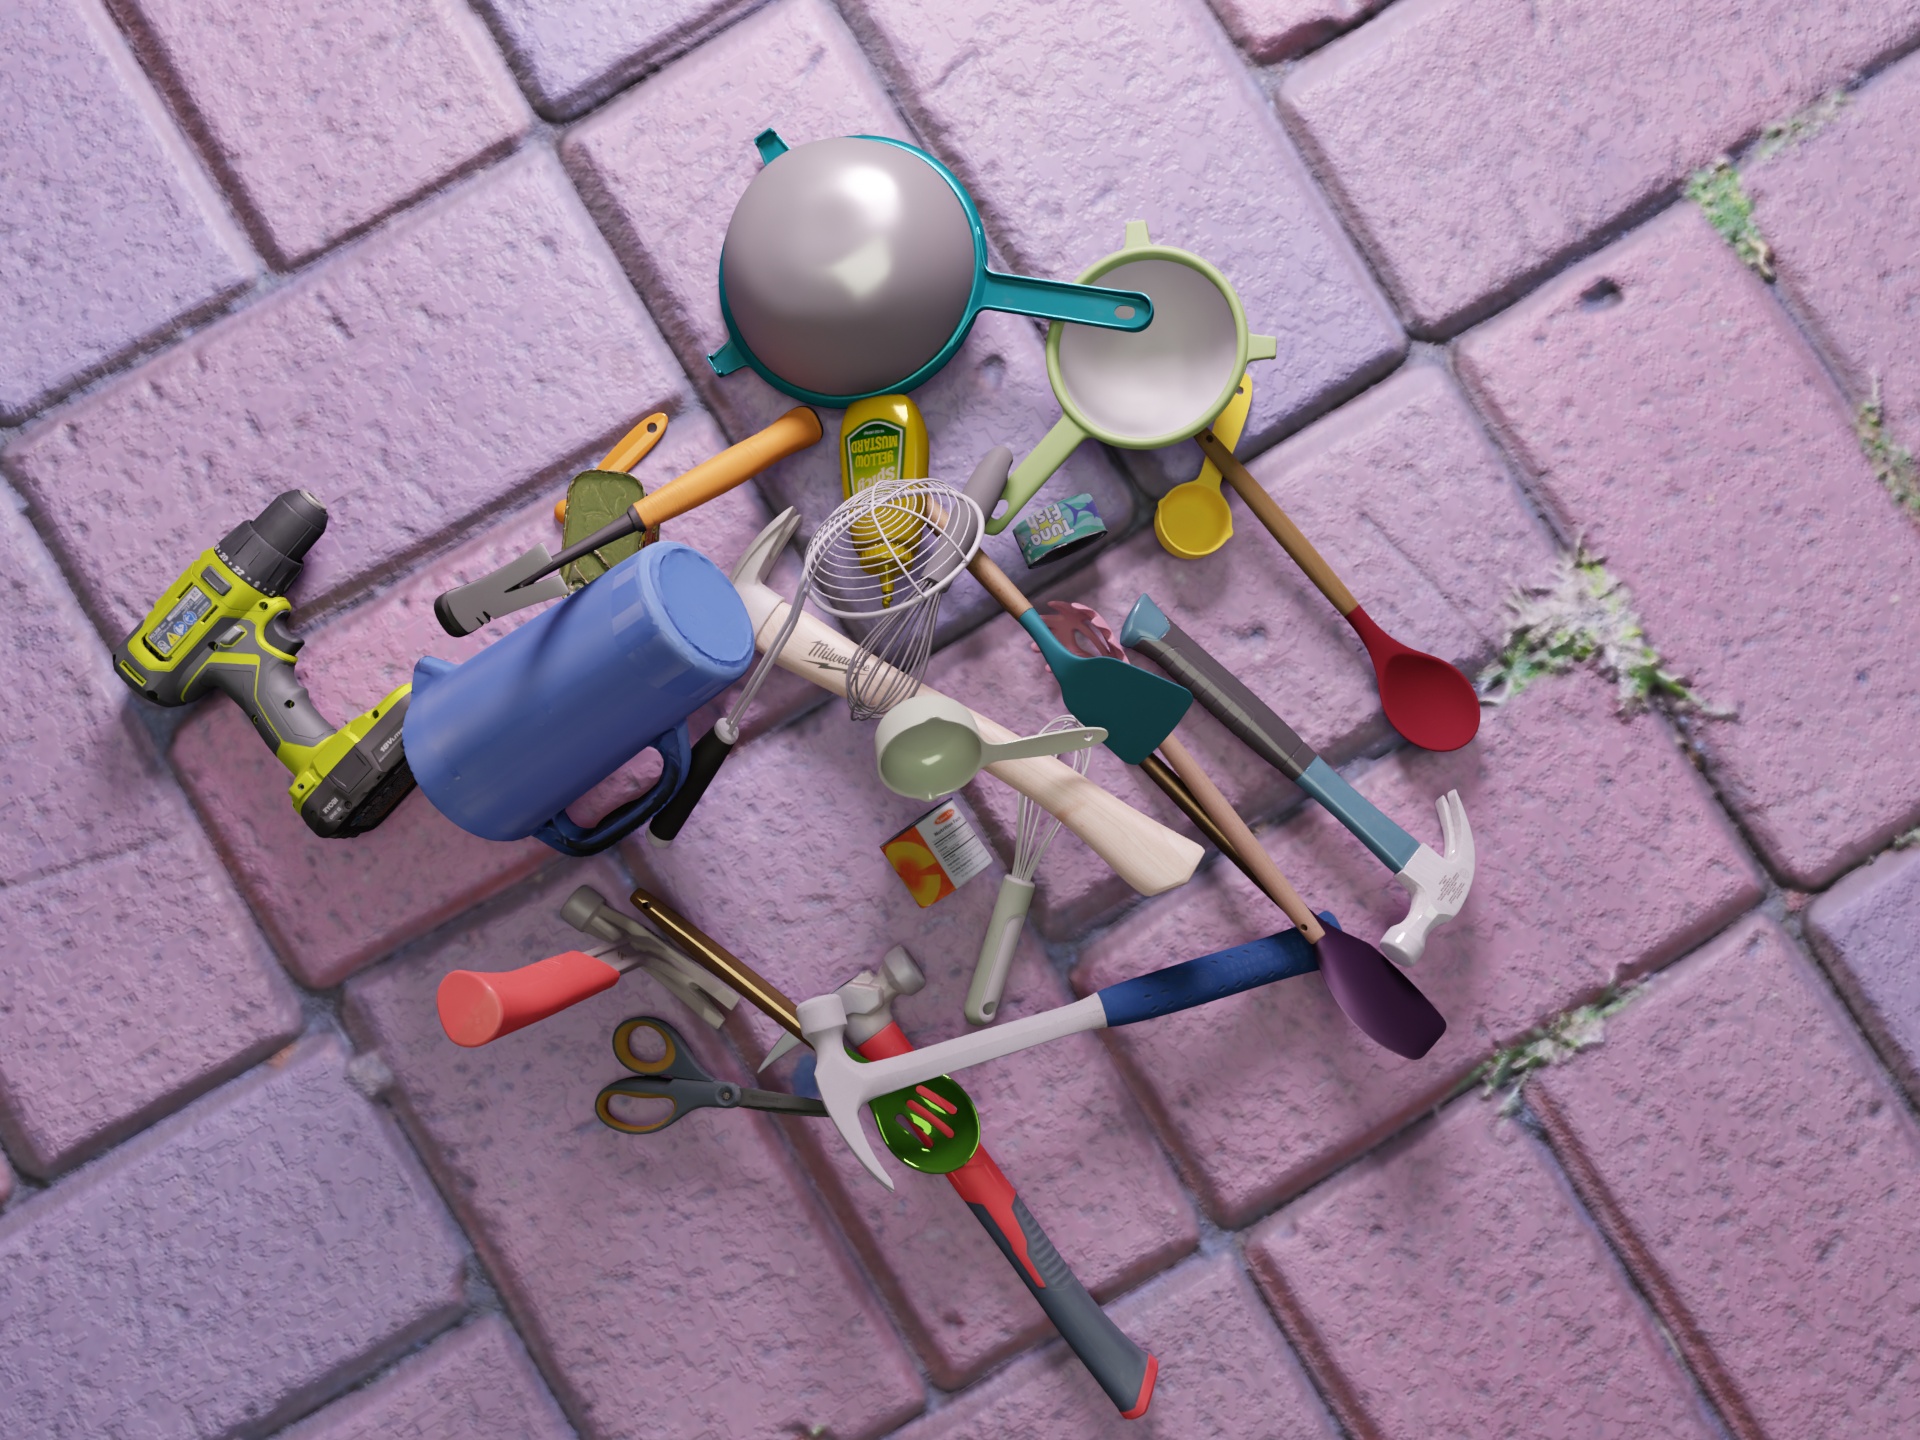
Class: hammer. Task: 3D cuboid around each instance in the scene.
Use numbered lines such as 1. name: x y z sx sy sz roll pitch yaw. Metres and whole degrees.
1. hammer: 0.248 0.028 1.196 0.331 0.033 0.128 42 70 5
2. hammer: -0.002 -0.004 1.172 0.411 0.038 0.146 30 88 11
3. hammer: -0.245 0.173 1.038 0.149 0.359 0.037 35 90 4
4. hammer: -0.202 -0.152 1.100 0.337 0.127 0.034 -41 109 -44
5. hammer: 0.094 0.220 1.160 0.405 0.035 0.144 -15 73 -12
6. hammer: 0.010 0.366 1.194 0.143 0.038 0.386 -36 89 0

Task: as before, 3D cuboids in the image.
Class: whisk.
1. whisk: -0.020 -0.101 1.151 0.055 0.055 0.239 27 75 1
2. whisk: 0.048 0.114 1.199 0.057 0.059 0.246 15 93 -43

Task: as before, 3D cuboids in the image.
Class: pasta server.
1. pasta server: 0.164 0.037 1.181 0.316 0.040 0.060 53 128 11

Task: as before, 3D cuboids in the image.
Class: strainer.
1. strainer: 0.108 -0.235 1.205 0.151 0.069 0.256 45 101 12
2. strainer: -0.030 -0.330 1.156 0.340 0.095 0.211 12 89 13

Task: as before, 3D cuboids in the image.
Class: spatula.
1. spatula: 0.233 0.126 1.183 0.060 0.018 0.316 -37 76 -26
2. spatula: 0.038 -0.098 1.189 0.318 0.044 0.082 48 129 16

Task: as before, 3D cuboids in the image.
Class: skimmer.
1. skimmer: -0.113 -0.025 1.131 0.090 0.127 0.363 20 125 -25

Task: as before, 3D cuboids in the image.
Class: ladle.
1. ladle: 0.279 -0.102 1.204 0.069 0.031 0.315 -41 93 -10

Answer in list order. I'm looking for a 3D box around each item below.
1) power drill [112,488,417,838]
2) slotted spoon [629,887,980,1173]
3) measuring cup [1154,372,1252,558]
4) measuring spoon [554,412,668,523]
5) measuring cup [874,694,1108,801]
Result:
1. power drill: -0.490 -0.042 1.188 0.228 0.080 0.190 43 90 4
2. slotted spoon: -0.117 0.222 1.168 0.314 0.031 0.070 37 89 4
3. measuring cup: 0.192 -0.195 1.224 0.062 0.029 0.156 22 76 -5
4. measuring spoon: -0.269 -0.195 1.224 0.117 0.011 0.021 -45 89 -1
5. measuring cup: 0.020 0.010 1.126 0.167 0.083 0.038 -7 44 -12
